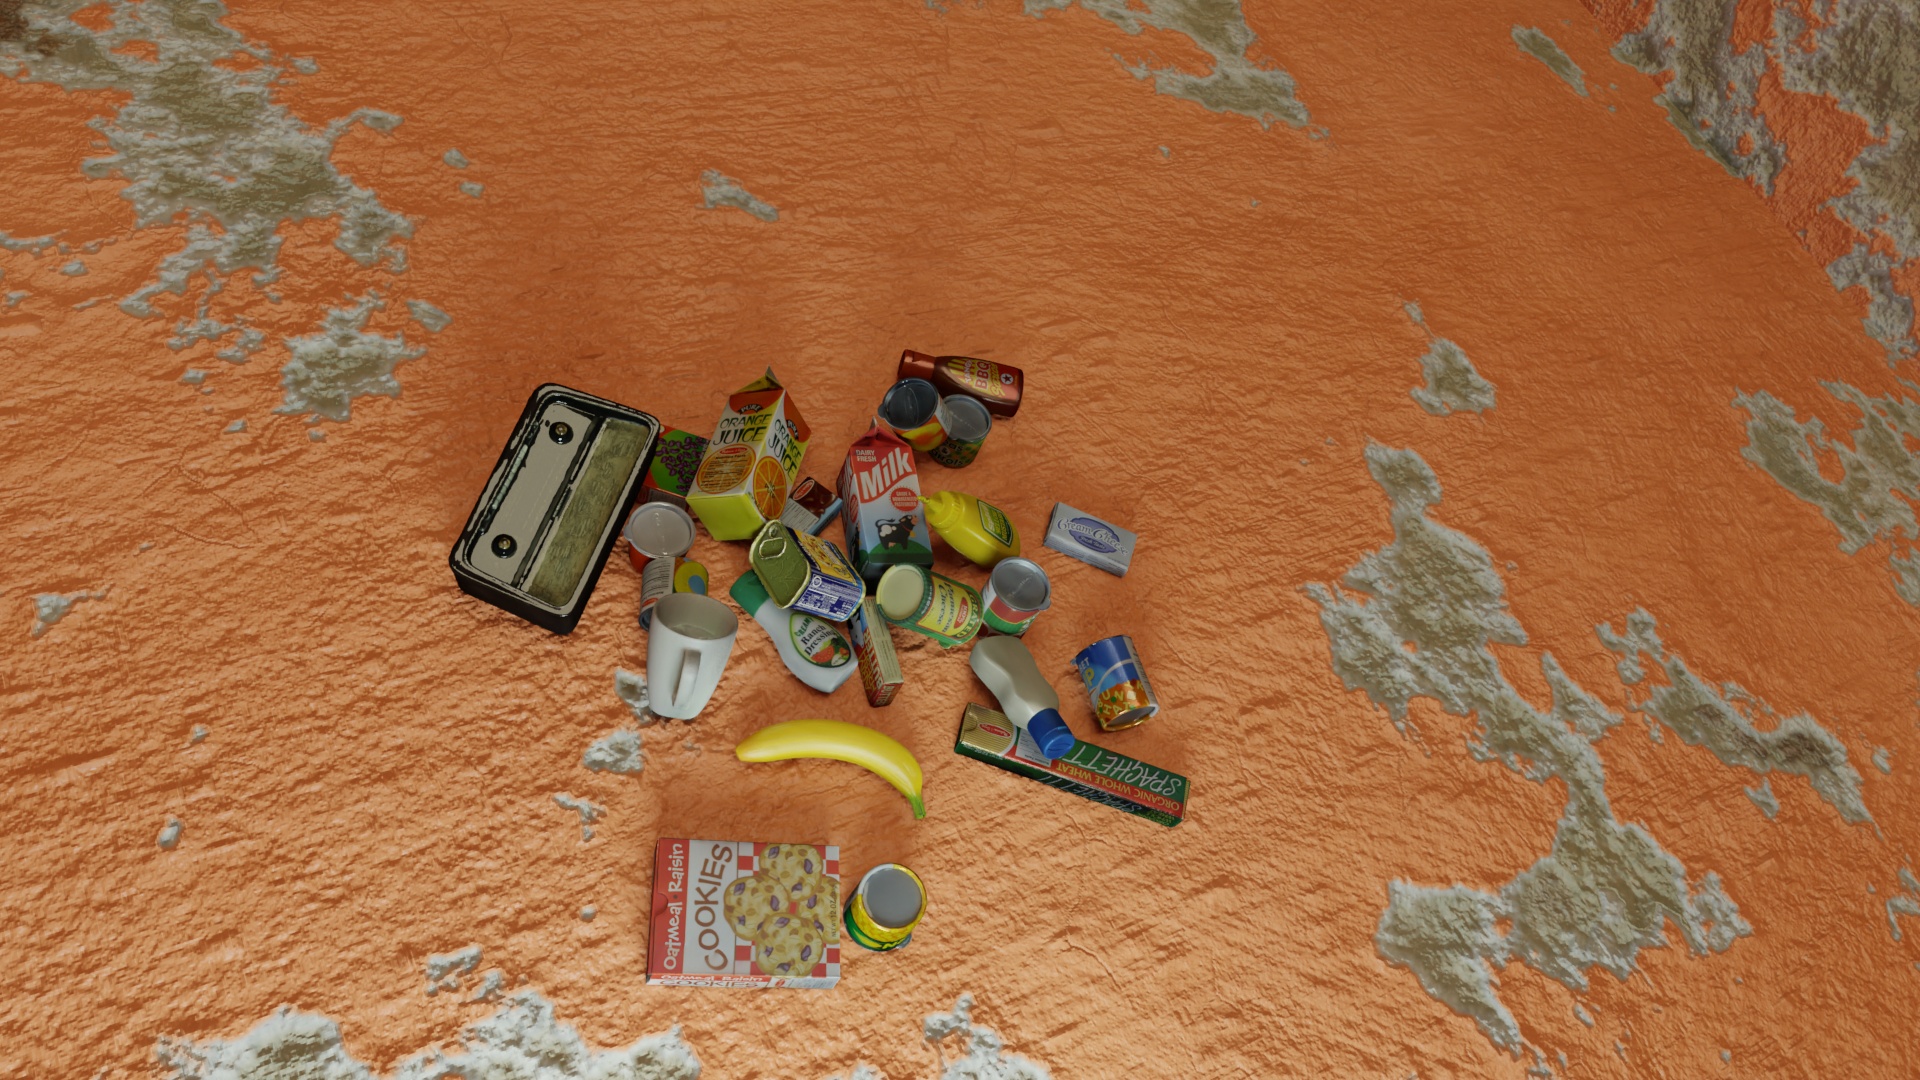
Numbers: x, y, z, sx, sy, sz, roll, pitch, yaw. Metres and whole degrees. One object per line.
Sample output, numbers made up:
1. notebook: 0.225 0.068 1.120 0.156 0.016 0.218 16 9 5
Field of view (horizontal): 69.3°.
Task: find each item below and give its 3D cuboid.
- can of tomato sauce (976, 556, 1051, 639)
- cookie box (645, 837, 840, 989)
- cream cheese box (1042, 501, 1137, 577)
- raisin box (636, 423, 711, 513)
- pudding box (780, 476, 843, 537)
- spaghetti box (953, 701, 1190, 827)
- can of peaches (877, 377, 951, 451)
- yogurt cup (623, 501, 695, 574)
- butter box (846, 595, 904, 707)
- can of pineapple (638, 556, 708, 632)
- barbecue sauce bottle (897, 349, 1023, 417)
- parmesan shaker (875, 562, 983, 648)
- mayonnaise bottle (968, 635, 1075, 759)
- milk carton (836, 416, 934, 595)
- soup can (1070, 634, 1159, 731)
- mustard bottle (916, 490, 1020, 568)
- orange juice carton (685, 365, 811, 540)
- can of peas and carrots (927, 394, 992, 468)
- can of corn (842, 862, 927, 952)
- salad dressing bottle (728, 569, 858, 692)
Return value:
1. can of tomato sauce: 0.054 0.068 1.486 0.071 0.082 0.071 10 55 -14
2. cookie box: -0.193 0.333 1.243 0.168 0.040 0.123 7 56 -16
3. cream cheese box: 0.150 -0.001 1.605 0.104 0.024 0.054 23 52 -5
4. raisin box: -0.336 -0.084 1.472 0.123 0.039 0.086 18 54 -7
5. pudding box: -0.171 -0.025 1.499 0.050 0.030 0.084 35 53 6
6. spaghetti box: 0.116 0.232 1.433 0.250 0.028 0.050 20 53 -7
7. can of peaches: -0.050 -0.139 1.549 0.071 0.058 0.071 -6 66 15
8. yogurt cup: -0.308 0.002 1.415 0.072 0.053 0.073 10 55 -14
9. butter box: -0.088 0.113 1.422 0.024 0.052 0.104 -4 60 -25
10. can of pineapple: -0.283 0.057 1.381 0.071 0.070 0.058 7 56 -16
11. barbecue sauce bottle: 0.000 -0.194 1.668 0.149 0.043 0.065 13 55 -11
12. parmesan shaker: -0.032 0.069 1.437 0.103 0.071 0.071 25 41 -52
13. mayonnaise bottle: 0.067 0.160 1.428 0.065 0.041 0.148 0 39 -33
14. milk carton: -0.087 -0.039 1.513 0.073 0.072 0.191 0 58 -20
15. soup can: 0.165 0.154 1.482 0.071 0.071 0.084 -7 61 -24
16. mustard bottle: 0.005 -0.019 1.499 0.160 0.048 0.065 28 41 -50
17. orange juice carton: -0.218 -0.097 1.487 0.073 0.071 0.194 -3 50 23
18. can of peas and carrots: -0.004 -0.124 1.610 0.071 0.058 0.071 9 55 -14
19. can of corn: -0.067 0.338 1.275 0.071 0.058 0.071 10 55 -14
20. salad dressing bottle: -0.171 0.090 1.412 0.148 0.043 0.064 41 47 10
